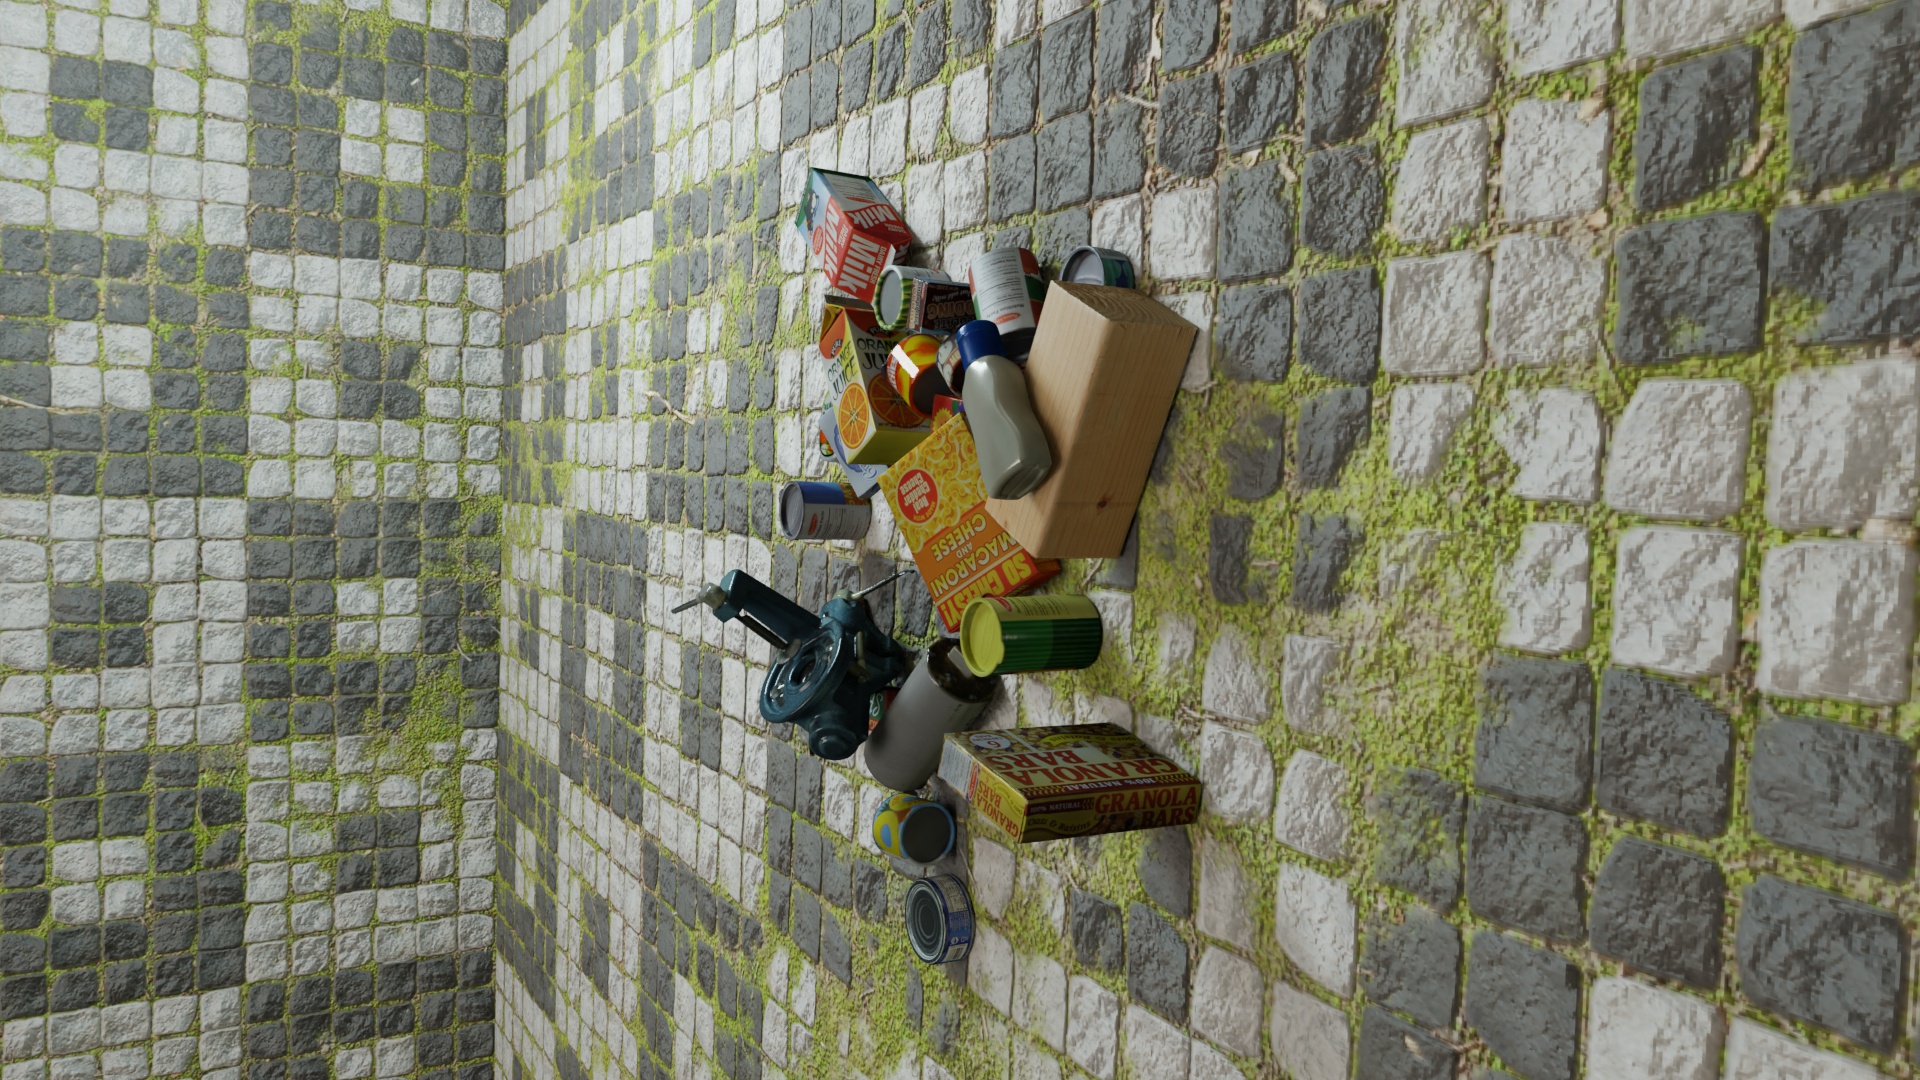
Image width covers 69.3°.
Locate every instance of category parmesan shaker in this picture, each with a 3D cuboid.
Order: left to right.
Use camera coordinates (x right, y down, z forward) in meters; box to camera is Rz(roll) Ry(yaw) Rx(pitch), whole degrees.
[{"bbox_3d":[0.061,0.081,1.178,0.071,0.103,0.071,0,90,59],"label":"parmesan shaker"}]

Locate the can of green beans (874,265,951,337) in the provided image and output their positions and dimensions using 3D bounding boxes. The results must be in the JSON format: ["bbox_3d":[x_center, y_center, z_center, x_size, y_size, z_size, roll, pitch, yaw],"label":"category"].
[{"bbox_3d":[-0.048,-0.243,1.405,0.071,0.058,0.071,1,91,59],"label":"can of green beans"}]

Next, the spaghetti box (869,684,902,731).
[{"bbox_3d":[-0.130,0.179,1.568,0.250,0.029,0.050,2,91,59],"label":"spaghetti box"}]

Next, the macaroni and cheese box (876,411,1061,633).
[{"bbox_3d":[0.005,-0.016,1.272,0.123,0.040,0.167,-36,72,36],"label":"macaroni and cheese box"}]

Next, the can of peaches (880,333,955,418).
[{"bbox_3d":[-0.035,-0.161,1.371,0.058,0.071,0.071,51,132,45],"label":"can of peaches"}]

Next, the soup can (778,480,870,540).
[{"bbox_3d":[-0.153,-0.035,1.553,0.071,0.084,0.071,-1,89,59],"label":"soup can"}]

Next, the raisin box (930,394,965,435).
[{"bbox_3d":[0.006,-0.075,1.333,0.086,0.040,0.123,21,109,57],"label":"raisin box"}]

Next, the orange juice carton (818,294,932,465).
[{"bbox_3d":[-0.094,-0.178,1.469,0.072,0.072,0.193,-45,53,49],"label":"orange juice carton"}]

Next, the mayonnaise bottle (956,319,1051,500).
[{"bbox_3d":[0.030,-0.109,1.116,0.064,0.041,0.148,-48,48,48],"label":"mayonnaise bottle"}]

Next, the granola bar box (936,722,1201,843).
[{"bbox_3d":[0.084,0.184,1.080,0.124,0.166,0.039,29,114,56],"label":"granola bar box"}]

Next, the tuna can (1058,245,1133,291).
[{"bbox_3d":[0.113,-0.209,1.162,0.071,0.033,0.071,0,90,59],"label":"tuna can"}]

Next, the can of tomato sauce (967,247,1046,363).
[{"bbox_3d":[0.046,-0.210,1.244,0.071,0.071,0.083,-37,58,53],"label":"can of tomato sauce"}]

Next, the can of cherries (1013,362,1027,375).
[{"bbox_3d":[0.056,-0.127,1.231,0.071,0.058,0.071,2,92,59],"label":"can of cherries"}]

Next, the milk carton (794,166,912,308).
[{"bbox_3d":[-0.111,-0.323,1.487,0.191,0.073,0.072,59,137,45],"label":"milk carton"}]

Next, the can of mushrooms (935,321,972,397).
[{"bbox_3d":[0.013,-0.168,1.293,0.033,0.071,0.070,62,139,36],"label":"can of mushrooms"}]

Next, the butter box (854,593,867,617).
[{"bbox_3d":[-0.141,0.109,1.564,0.103,0.024,0.053,-47,36,34],"label":"butter box"}]

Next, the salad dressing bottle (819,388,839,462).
[{"bbox_3d":[-0.128,-0.161,1.551,0.064,0.044,0.147,12,100,50],"label":"salad dressing bottle"}]

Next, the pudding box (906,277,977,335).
[{"bbox_3d":[-0.006,-0.218,1.311,0.030,0.084,0.049,31,116,54],"label":"pudding box"}]

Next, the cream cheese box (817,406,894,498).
[{"bbox_3d":[-0.109,-0.102,1.500,0.053,0.024,0.104,-38,72,28],"label":"cream cheese box"}]

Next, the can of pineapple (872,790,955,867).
[{"bbox_3d":[-0.047,0.289,1.393,0.058,0.071,0.071,-2,89,58],"label":"can of pineapple"}]
